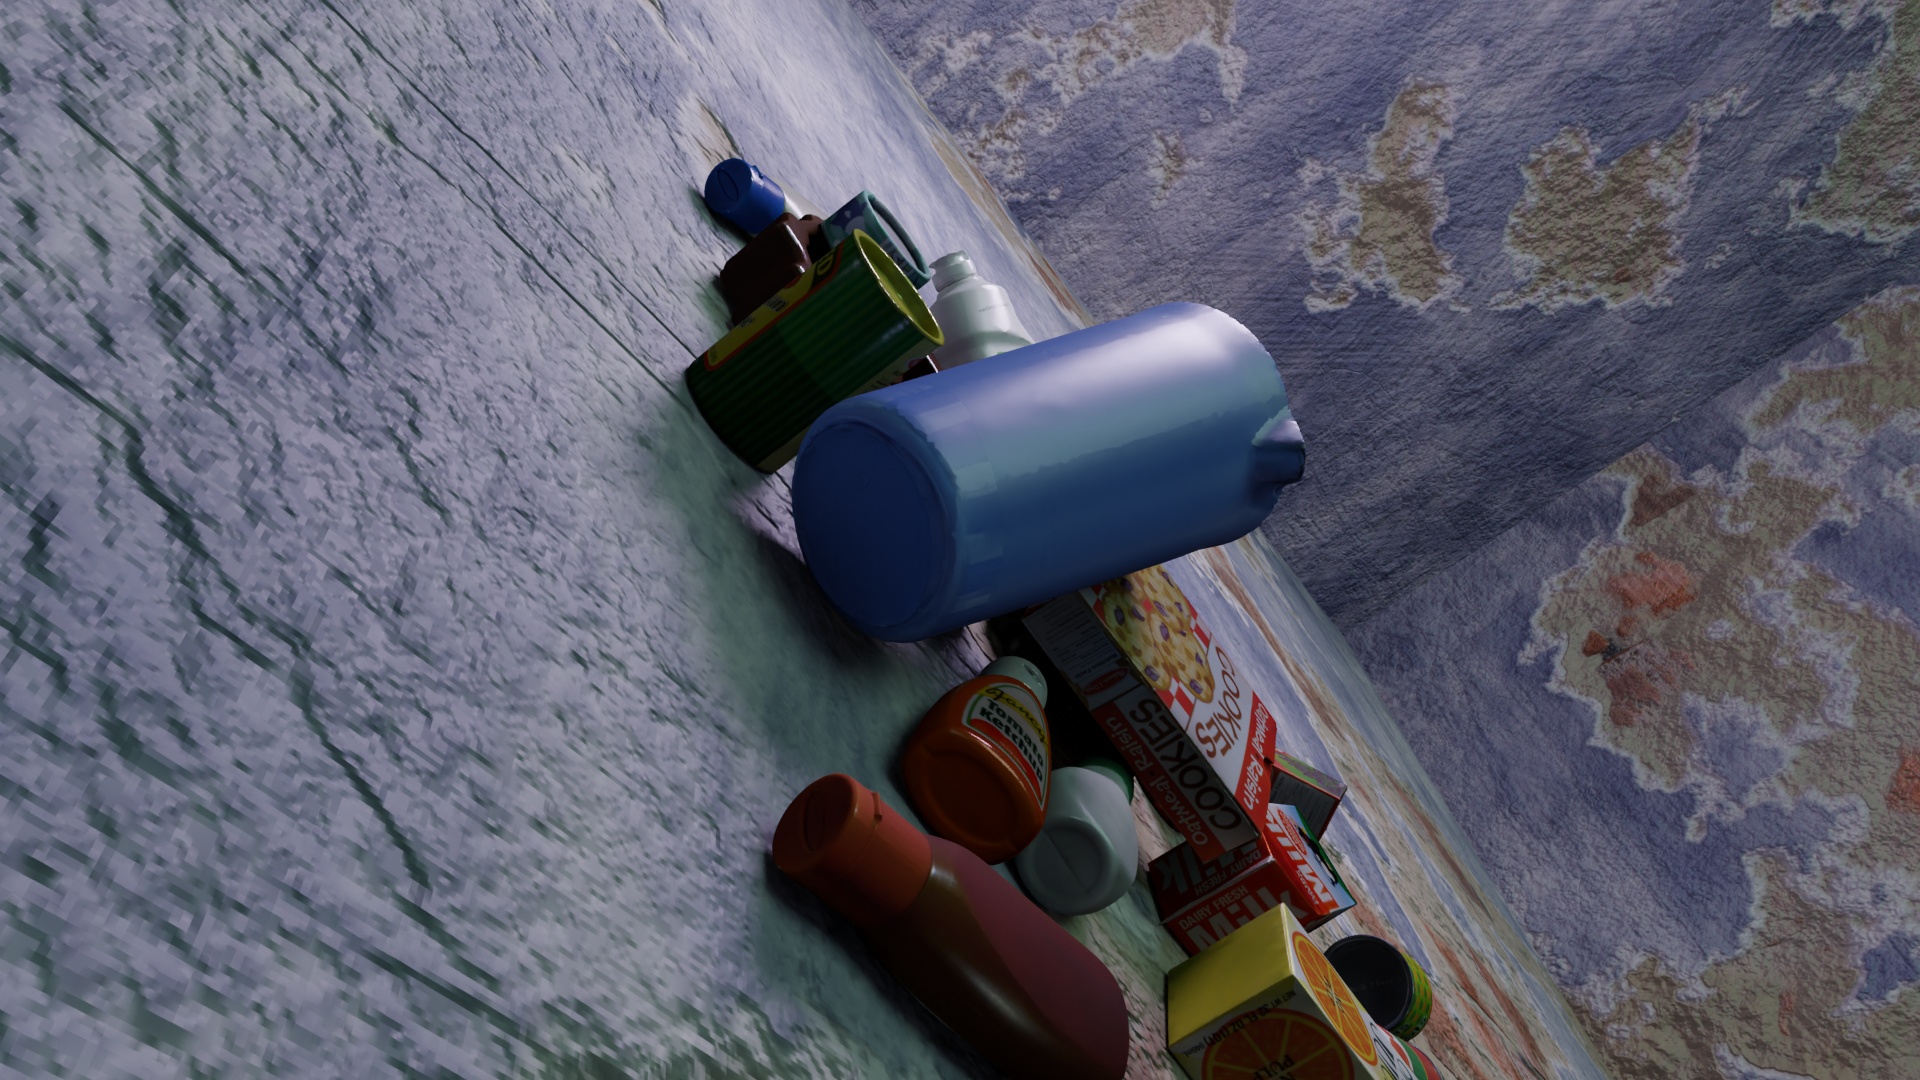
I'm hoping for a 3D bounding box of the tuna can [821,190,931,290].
[{"bbox_3d":[-0.049,-0.170,0.817,0.071,0.033,0.071,50,16,-19],"label":"tuna can"}]

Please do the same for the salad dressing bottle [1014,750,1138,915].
[{"bbox_3d":[0.061,0.135,0.674,0.064,0.044,0.148,55,12,4],"label":"salad dressing bottle"}]

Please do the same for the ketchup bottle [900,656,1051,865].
[{"bbox_3d":[0.014,0.089,0.625,0.064,0.043,0.149,48,13,-3],"label":"ketchup bottle"}]

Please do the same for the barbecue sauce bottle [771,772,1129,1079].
[{"bbox_3d":[-0.001,0.134,0.470,0.148,0.043,0.065,46,16,-29],"label":"barbecue sauce bottle"}]

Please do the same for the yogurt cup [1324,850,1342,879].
[{"bbox_3d":[0.235,0.241,0.975,0.072,0.054,0.073,51,14,-17],"label":"yogurt cup"}]

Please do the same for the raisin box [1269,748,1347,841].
[{"bbox_3d":[0.207,0.164,0.981,0.123,0.040,0.086,26,6,19],"label":"raisin box"}]

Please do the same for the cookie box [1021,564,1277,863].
[{"bbox_3d":[0.111,0.076,0.769,0.167,0.040,0.123,53,26,-8],"label":"cookie box"}]

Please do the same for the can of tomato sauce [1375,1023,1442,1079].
[{"bbox_3d":[0.220,0.299,0.765,0.083,0.071,0.071,40,20,-44],"label":"can of tomato sauce"}]

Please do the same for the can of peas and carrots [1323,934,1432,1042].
[{"bbox_3d":[0.283,0.310,0.947,0.058,0.071,0.071,39,21,-50],"label":"can of peas and carrots"}]

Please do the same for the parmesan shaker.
[{"bbox_3d":[-0.068,-0.087,0.645,0.071,0.103,0.071,50,14,-17],"label":"parmesan shaker"}]

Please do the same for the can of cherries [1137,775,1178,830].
[{"bbox_3d":[0.152,0.149,0.909,0.071,0.058,0.072,51,14,-18],"label":"can of cherries"}]

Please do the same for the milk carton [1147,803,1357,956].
[{"bbox_3d":[0.170,0.202,0.813,0.073,0.072,0.190,60,15,22],"label":"milk carton"}]

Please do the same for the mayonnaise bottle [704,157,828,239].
[{"bbox_3d":[-0.112,-0.205,0.914,0.065,0.041,0.148,58,15,23],"label":"mayonnaise bottle"}]

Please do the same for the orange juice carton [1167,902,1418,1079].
[{"bbox_3d":[0.184,0.281,0.673,0.192,0.071,0.073,53,14,-5],"label":"orange juice carton"}]
